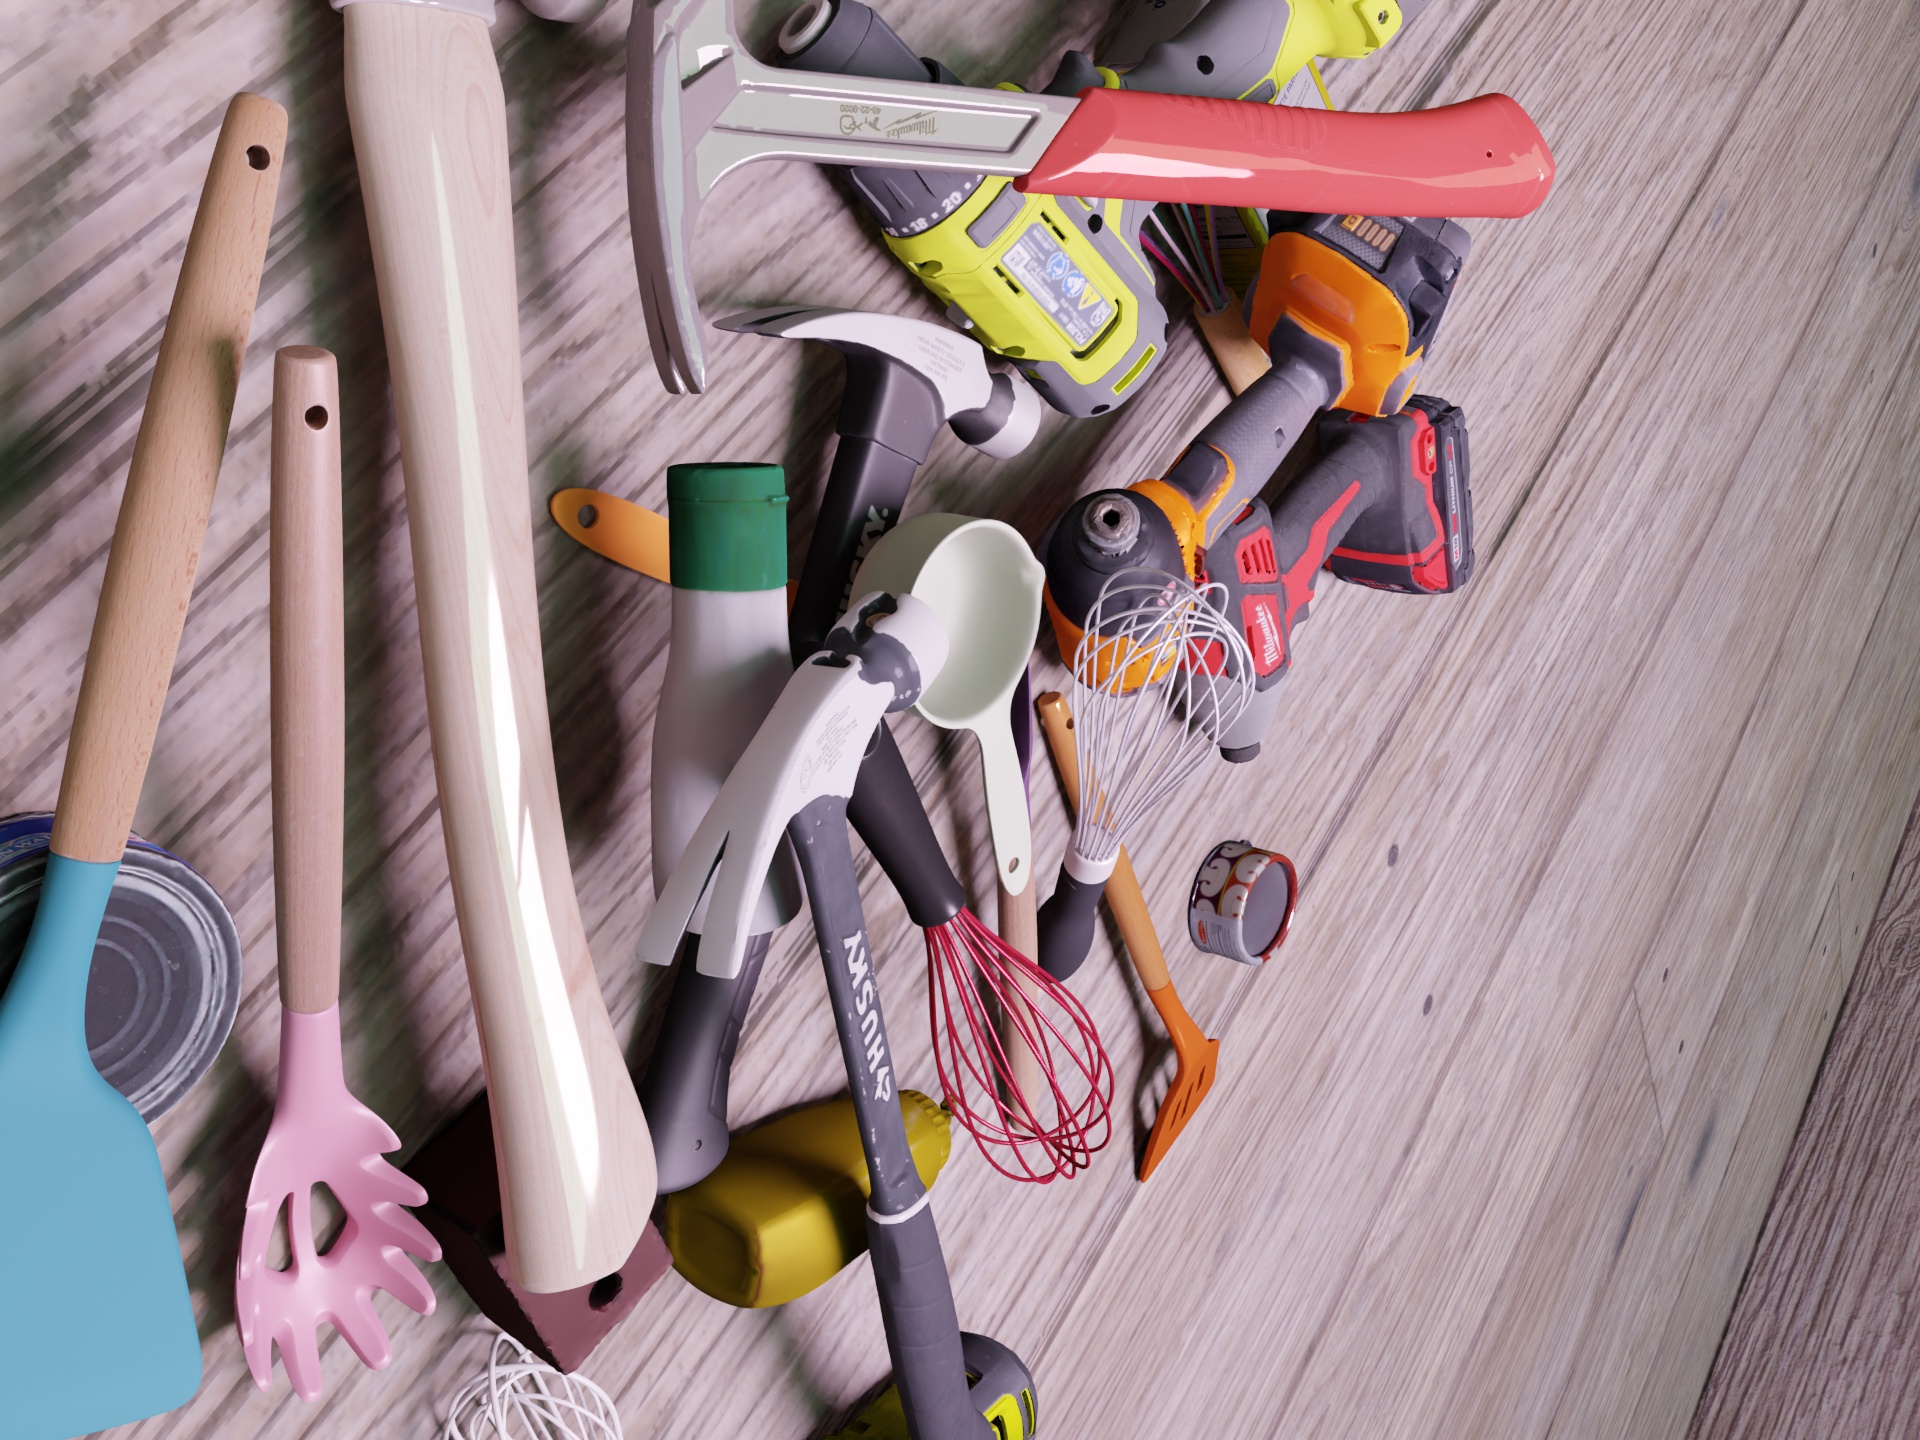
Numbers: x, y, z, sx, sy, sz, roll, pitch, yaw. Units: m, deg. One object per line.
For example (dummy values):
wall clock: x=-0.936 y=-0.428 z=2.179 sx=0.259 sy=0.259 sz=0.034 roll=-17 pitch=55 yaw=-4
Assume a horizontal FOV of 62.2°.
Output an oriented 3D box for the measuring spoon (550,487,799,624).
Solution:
measuring spoon: x=-0.099 y=-0.057 z=0.563 sx=0.116 sy=0.011 sz=0.021 roll=23 pitch=86 yaw=-47

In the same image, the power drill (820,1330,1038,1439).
power drill: x=-0.028 y=0.422 z=0.734 sx=0.171 sy=0.080 sz=0.223 roll=-25 pitch=115 yaw=-44

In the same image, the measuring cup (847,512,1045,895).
measuring cup: x=-0.001 y=-0.002 z=0.603 sx=0.083 sy=0.038 sz=0.167 roll=-40 pitch=134 yaw=-34

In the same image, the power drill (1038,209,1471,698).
power drill: x=0.116 y=-0.121 z=0.672 sx=0.226 sy=0.084 sz=0.164 roll=-52 pitch=167 yaw=-5

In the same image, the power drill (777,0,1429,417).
power drill: x=0.058 y=-0.252 z=0.593 sx=0.228 sy=0.080 sz=0.190 roll=-48 pitch=129 yaw=5

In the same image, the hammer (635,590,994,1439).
hammer: x=-0.026 y=0.165 z=0.570 sx=0.149 sy=0.036 sz=0.408 roll=-55 pitch=145 yaw=-48

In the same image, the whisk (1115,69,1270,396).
whisk: x=0.109 y=-0.209 z=0.748 sx=0.047 sy=0.051 sz=0.244 roll=-53 pitch=142 yaw=-6

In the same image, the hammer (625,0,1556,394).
hammer: x=0.064 y=-0.188 z=0.547 sx=0.359 sy=0.037 sz=0.149 roll=-6 pitch=103 yaw=-28

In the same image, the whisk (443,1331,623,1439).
whisk: x=-0.131 y=0.314 z=0.604 sx=0.058 sy=0.059 sz=0.246 roll=-19 pitch=126 yaw=-6

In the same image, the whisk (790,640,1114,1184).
whisk: x=-0.002 y=0.086 z=0.623 sx=0.073 sy=0.073 sz=0.295 roll=-49 pitch=130 yaw=-30

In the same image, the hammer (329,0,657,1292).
hammer: x=-0.144 y=-0.031 z=0.449 sx=0.146 sy=0.038 sz=0.410 roll=-14 pitch=103 yaw=-46

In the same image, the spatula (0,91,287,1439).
spatula: x=-0.195 y=0.009 z=0.375 sx=0.082 sy=0.044 sz=0.317 roll=11 pitch=93 yaw=-47

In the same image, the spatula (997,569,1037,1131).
spatula: x=0.024 y=0.066 z=0.703 sx=0.018 sy=0.060 sz=0.315 roll=-11 pitch=123 yaw=-13

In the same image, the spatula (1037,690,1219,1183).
spatula: x=0.088 y=0.116 z=0.827 sx=0.081 sy=0.041 sz=0.322 roll=-45 pitch=128 yaw=-33

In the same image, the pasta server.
pasta server: x=-0.172 y=0.057 z=0.429 sx=0.060 sy=0.040 sz=0.316 roll=-15 pitch=127 yaw=-42

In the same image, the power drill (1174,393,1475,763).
power drill: x=0.187 y=-0.080 z=0.849 sx=0.220 sy=0.079 sz=0.143 roll=-35 pitch=124 yaw=-36

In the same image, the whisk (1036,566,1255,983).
whisk: x=0.061 y=0.038 z=0.669 sx=0.070 sy=0.070 sz=0.284 roll=-45 pitch=161 yaw=-33

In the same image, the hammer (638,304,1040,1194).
hammer: x=-0.068 y=0.011 z=0.583 sx=0.146 sy=0.035 sz=0.335 roll=16 pitch=91 yaw=-51
